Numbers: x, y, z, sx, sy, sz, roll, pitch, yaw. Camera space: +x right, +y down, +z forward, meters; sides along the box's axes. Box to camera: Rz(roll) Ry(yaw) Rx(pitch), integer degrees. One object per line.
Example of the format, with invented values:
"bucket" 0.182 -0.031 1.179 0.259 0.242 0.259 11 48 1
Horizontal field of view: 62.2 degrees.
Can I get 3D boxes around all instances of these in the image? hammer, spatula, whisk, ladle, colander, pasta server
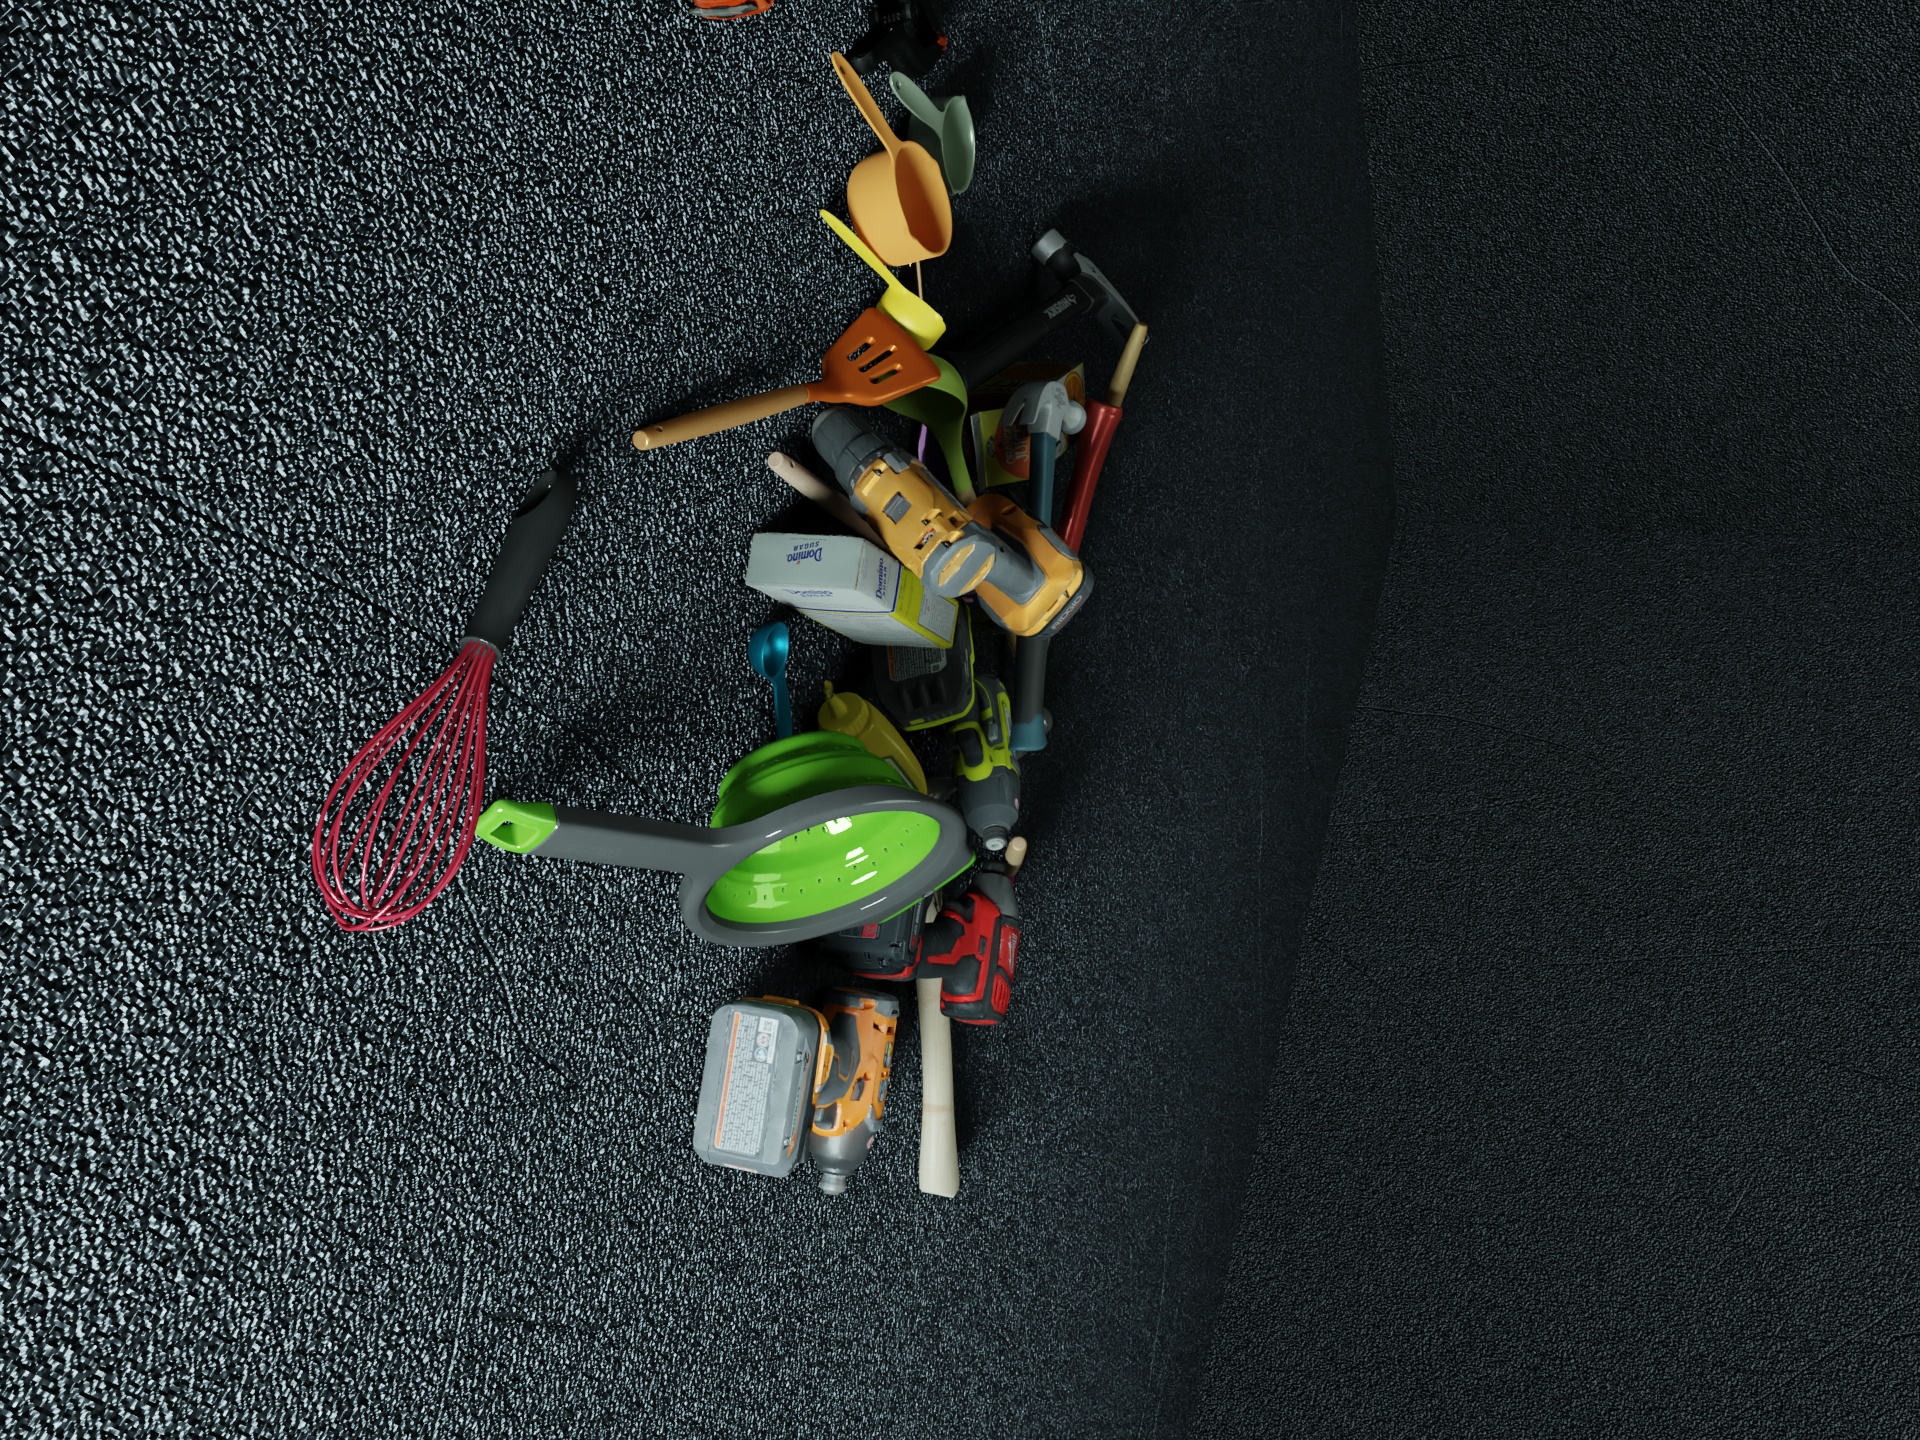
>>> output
"hammer" 0.091 -0.132 1.548 0.149 0.037 0.359 -29 136 -64
"spatula" -0.123 -0.234 1.124 0.041 0.081 0.322 -48 173 34
"spatula" -0.033 -0.311 1.348 0.060 0.018 0.315 -52 142 -56
"hammer" 0.066 -0.354 1.455 0.146 0.035 0.335 46 39 -2
"whisk" -0.262 -0.022 0.840 0.073 0.073 0.296 64 34 -50
"ladle" 0.005 -0.169 1.354 0.062 0.078 0.319 -56 137 -40
"colander" -0.155 0.058 1.051 0.396 0.204 0.095 16 46 -51
"ladle" 0.126 -0.250 1.583 0.069 0.031 0.315 -48 162 -54
"pasta server" -0.065 -0.156 1.284 0.316 0.040 0.060 29 52 -63
"hammer" 0.067 -0.136 1.388 0.128 0.033 0.331 17 74 -63
"hammer" -0.022 0.255 1.478 0.146 0.038 0.410 -40 131 -60

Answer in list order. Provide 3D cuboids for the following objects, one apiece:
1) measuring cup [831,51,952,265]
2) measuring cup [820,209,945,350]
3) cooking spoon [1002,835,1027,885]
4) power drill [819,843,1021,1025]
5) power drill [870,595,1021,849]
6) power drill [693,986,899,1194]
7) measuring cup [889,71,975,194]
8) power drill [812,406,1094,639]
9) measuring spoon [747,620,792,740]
"measuring cup" -0.069 -0.423 1.207 0.173 0.052 0.095 52 40 -40
"measuring cup" -0.068 -0.340 1.240 0.029 0.062 0.156 -56 140 -2
"cooking spoon" 0.047 0.137 1.499 0.318 0.017 0.069 95 3 -78
"power drill" -0.019 0.166 1.327 0.219 0.078 0.143 35 60 -53
"power drill" -0.002 -0.004 1.362 0.223 0.080 0.171 60 19 -52
"power drill" -0.117 0.287 1.212 0.226 0.084 0.164 26 71 -70
"measuring cup" -0.034 -0.480 1.278 0.167 0.038 0.083 9 86 -68
"power drill" -0.010 -0.155 1.236 0.084 0.185 0.226 -49 152 14
"measuring spoon" -0.141 -0.018 1.175 0.042 0.021 0.128 -58 154 -47
